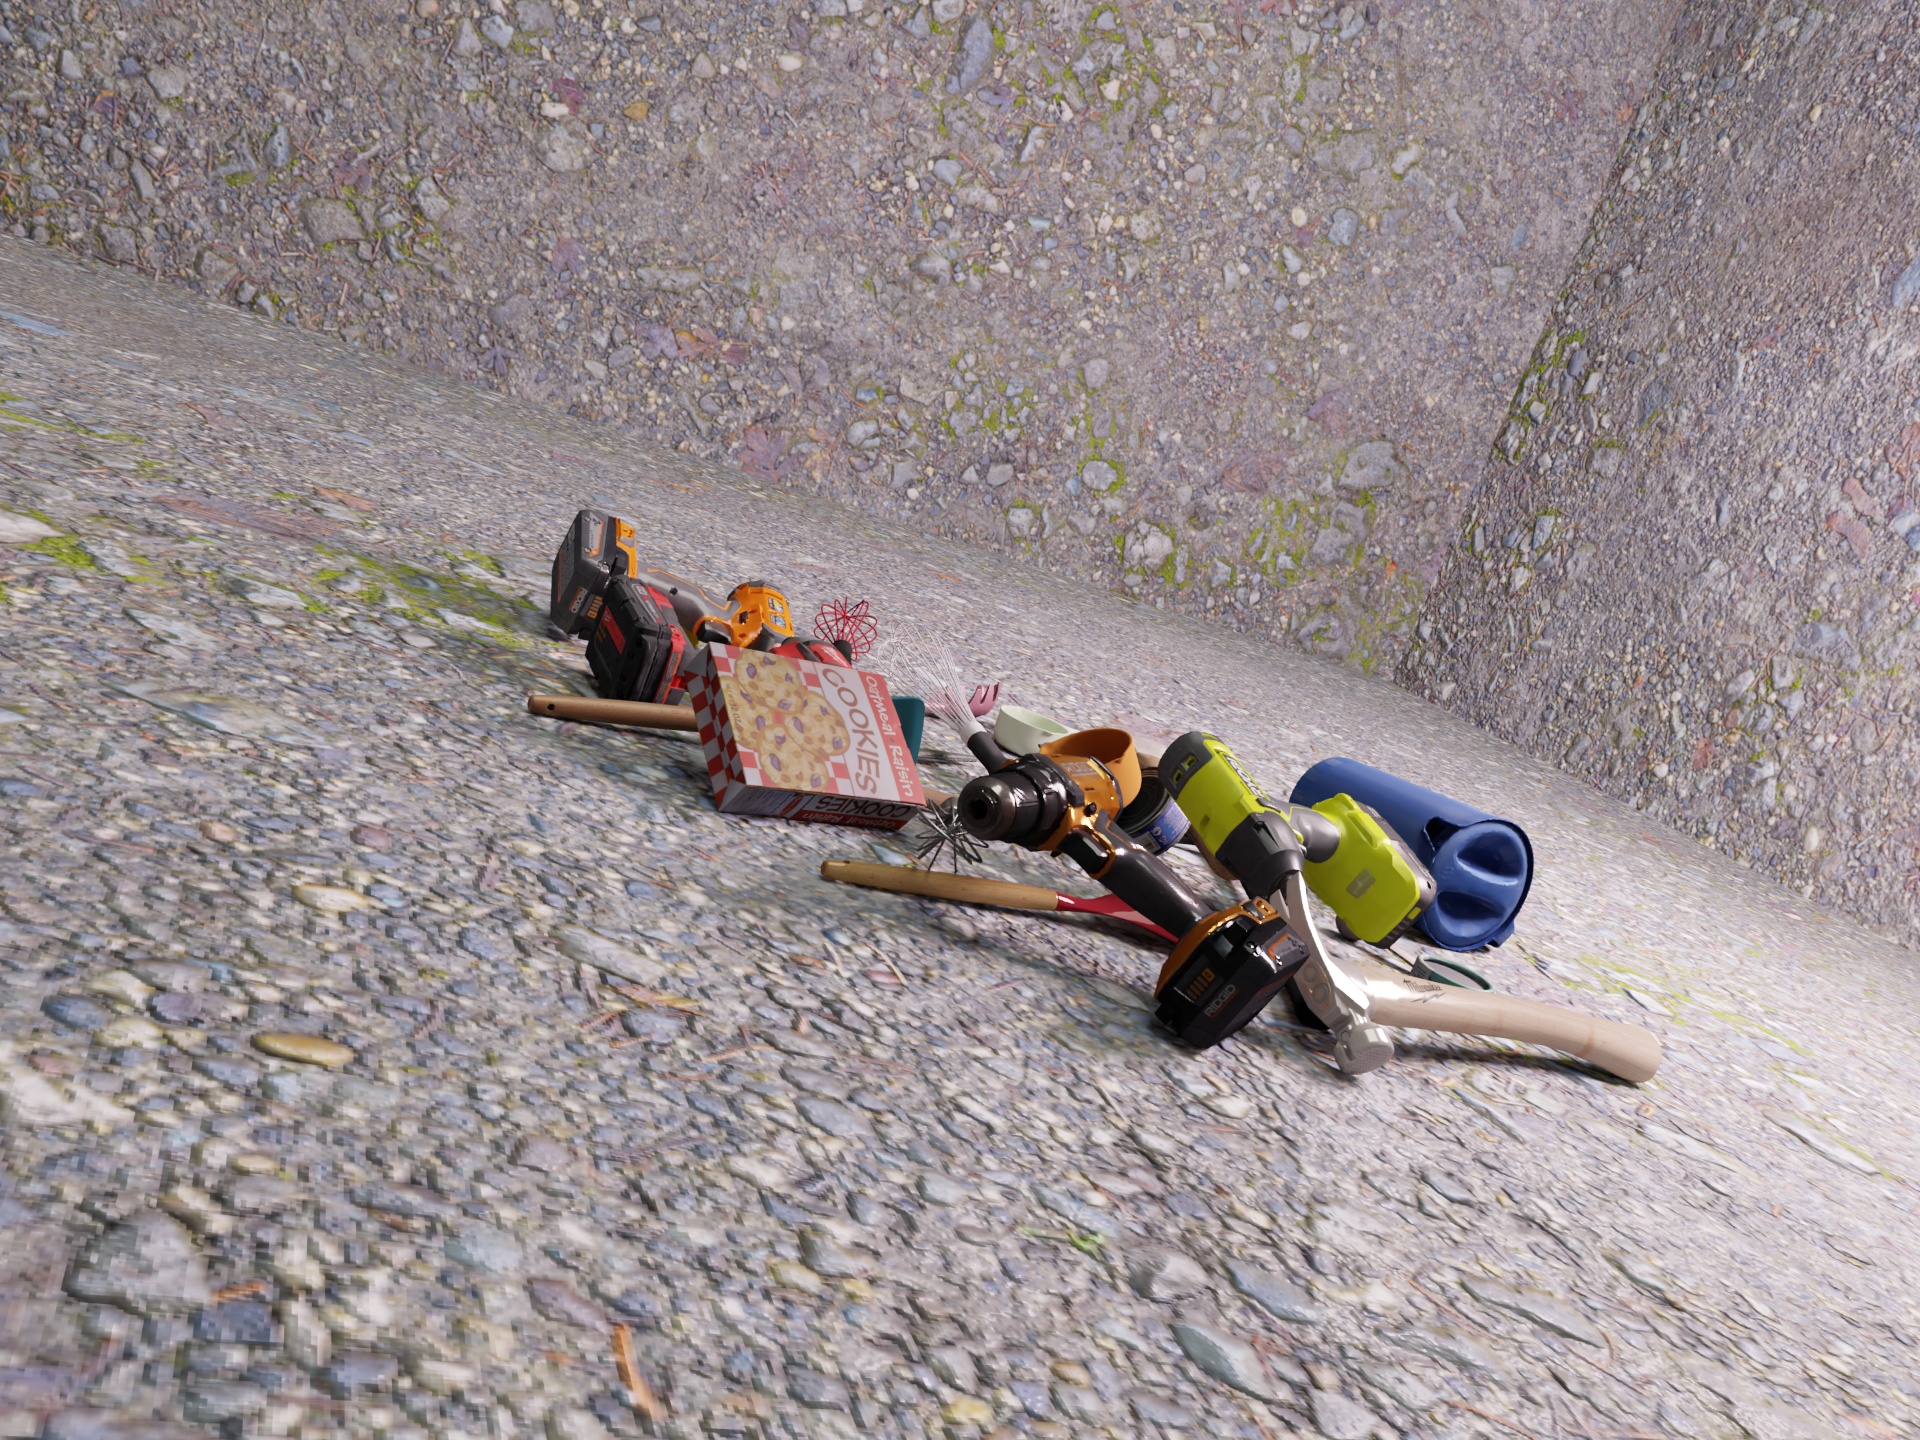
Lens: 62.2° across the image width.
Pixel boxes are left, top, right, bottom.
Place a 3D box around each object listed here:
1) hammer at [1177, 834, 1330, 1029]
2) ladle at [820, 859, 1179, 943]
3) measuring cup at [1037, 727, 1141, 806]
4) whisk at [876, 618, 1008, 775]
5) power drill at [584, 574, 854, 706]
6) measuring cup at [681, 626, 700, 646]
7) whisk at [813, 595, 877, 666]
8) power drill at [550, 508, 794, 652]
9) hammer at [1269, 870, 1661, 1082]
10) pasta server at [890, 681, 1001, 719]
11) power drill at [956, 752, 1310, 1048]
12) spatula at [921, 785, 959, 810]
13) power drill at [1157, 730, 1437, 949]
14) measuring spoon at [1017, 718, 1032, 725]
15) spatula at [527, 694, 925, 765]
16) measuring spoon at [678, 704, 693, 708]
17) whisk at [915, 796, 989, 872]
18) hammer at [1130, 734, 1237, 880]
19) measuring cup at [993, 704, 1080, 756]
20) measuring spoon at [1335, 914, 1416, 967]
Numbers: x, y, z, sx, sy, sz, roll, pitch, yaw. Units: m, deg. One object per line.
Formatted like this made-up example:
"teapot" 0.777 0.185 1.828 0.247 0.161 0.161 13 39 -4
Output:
"hammer" 0.250 0.158 1.307 0.149 0.036 0.409 19 12 -4
"ladle" 0.043 0.125 1.125 0.315 0.031 0.069 12 12 -30
"measuring cup" 0.080 0.068 1.322 0.173 0.052 0.095 -35 27 -34
"whisk" -0.003 -0.006 1.479 0.070 0.070 0.285 11 28 -39
"power drill" -0.191 -0.048 1.327 0.219 0.078 0.143 12 23 -31
"measuring cup" -0.282 -0.085 1.506 0.062 0.029 0.156 20 13 -2
"whisk" -0.124 -0.077 1.656 0.073 0.073 0.296 19 14 -6
"power drill" -0.252 -0.094 1.445 0.226 0.084 0.164 21 27 -25
"hammer" 0.395 0.213 1.193 0.410 0.038 0.146 16 40 -35
"pasta server" -0.064 -0.023 1.584 0.060 0.040 0.316 -3 -3 37
"power drill" 0.105 0.106 1.034 0.226 0.084 0.185 44 17 20
"spatula" -0.020 0.065 1.301 0.315 0.018 0.060 16 9 -31
"power drill" 0.273 0.104 1.268 0.223 0.080 0.171 22 25 -38
"measuring spoon" 0.097 0.023 1.719 0.128 0.021 0.042 26 8 -23
"spatula" -0.177 0.003 1.238 0.317 0.082 0.044 6 11 -32
"measuring spoon" -0.231 -0.014 1.314 0.116 0.011 0.021 14 13 -30
"whisk" -0.007 0.074 1.159 0.059 0.058 0.246 40 1 0
"hammer" 0.196 0.072 1.449 0.130 0.031 0.331 14 14 -11
"measuring cup" 0.109 0.027 1.658 0.167 0.038 0.083 17 12 -27
"measuring spoon" 0.373 0.205 1.366 0.124 0.018 0.034 36 17 30
